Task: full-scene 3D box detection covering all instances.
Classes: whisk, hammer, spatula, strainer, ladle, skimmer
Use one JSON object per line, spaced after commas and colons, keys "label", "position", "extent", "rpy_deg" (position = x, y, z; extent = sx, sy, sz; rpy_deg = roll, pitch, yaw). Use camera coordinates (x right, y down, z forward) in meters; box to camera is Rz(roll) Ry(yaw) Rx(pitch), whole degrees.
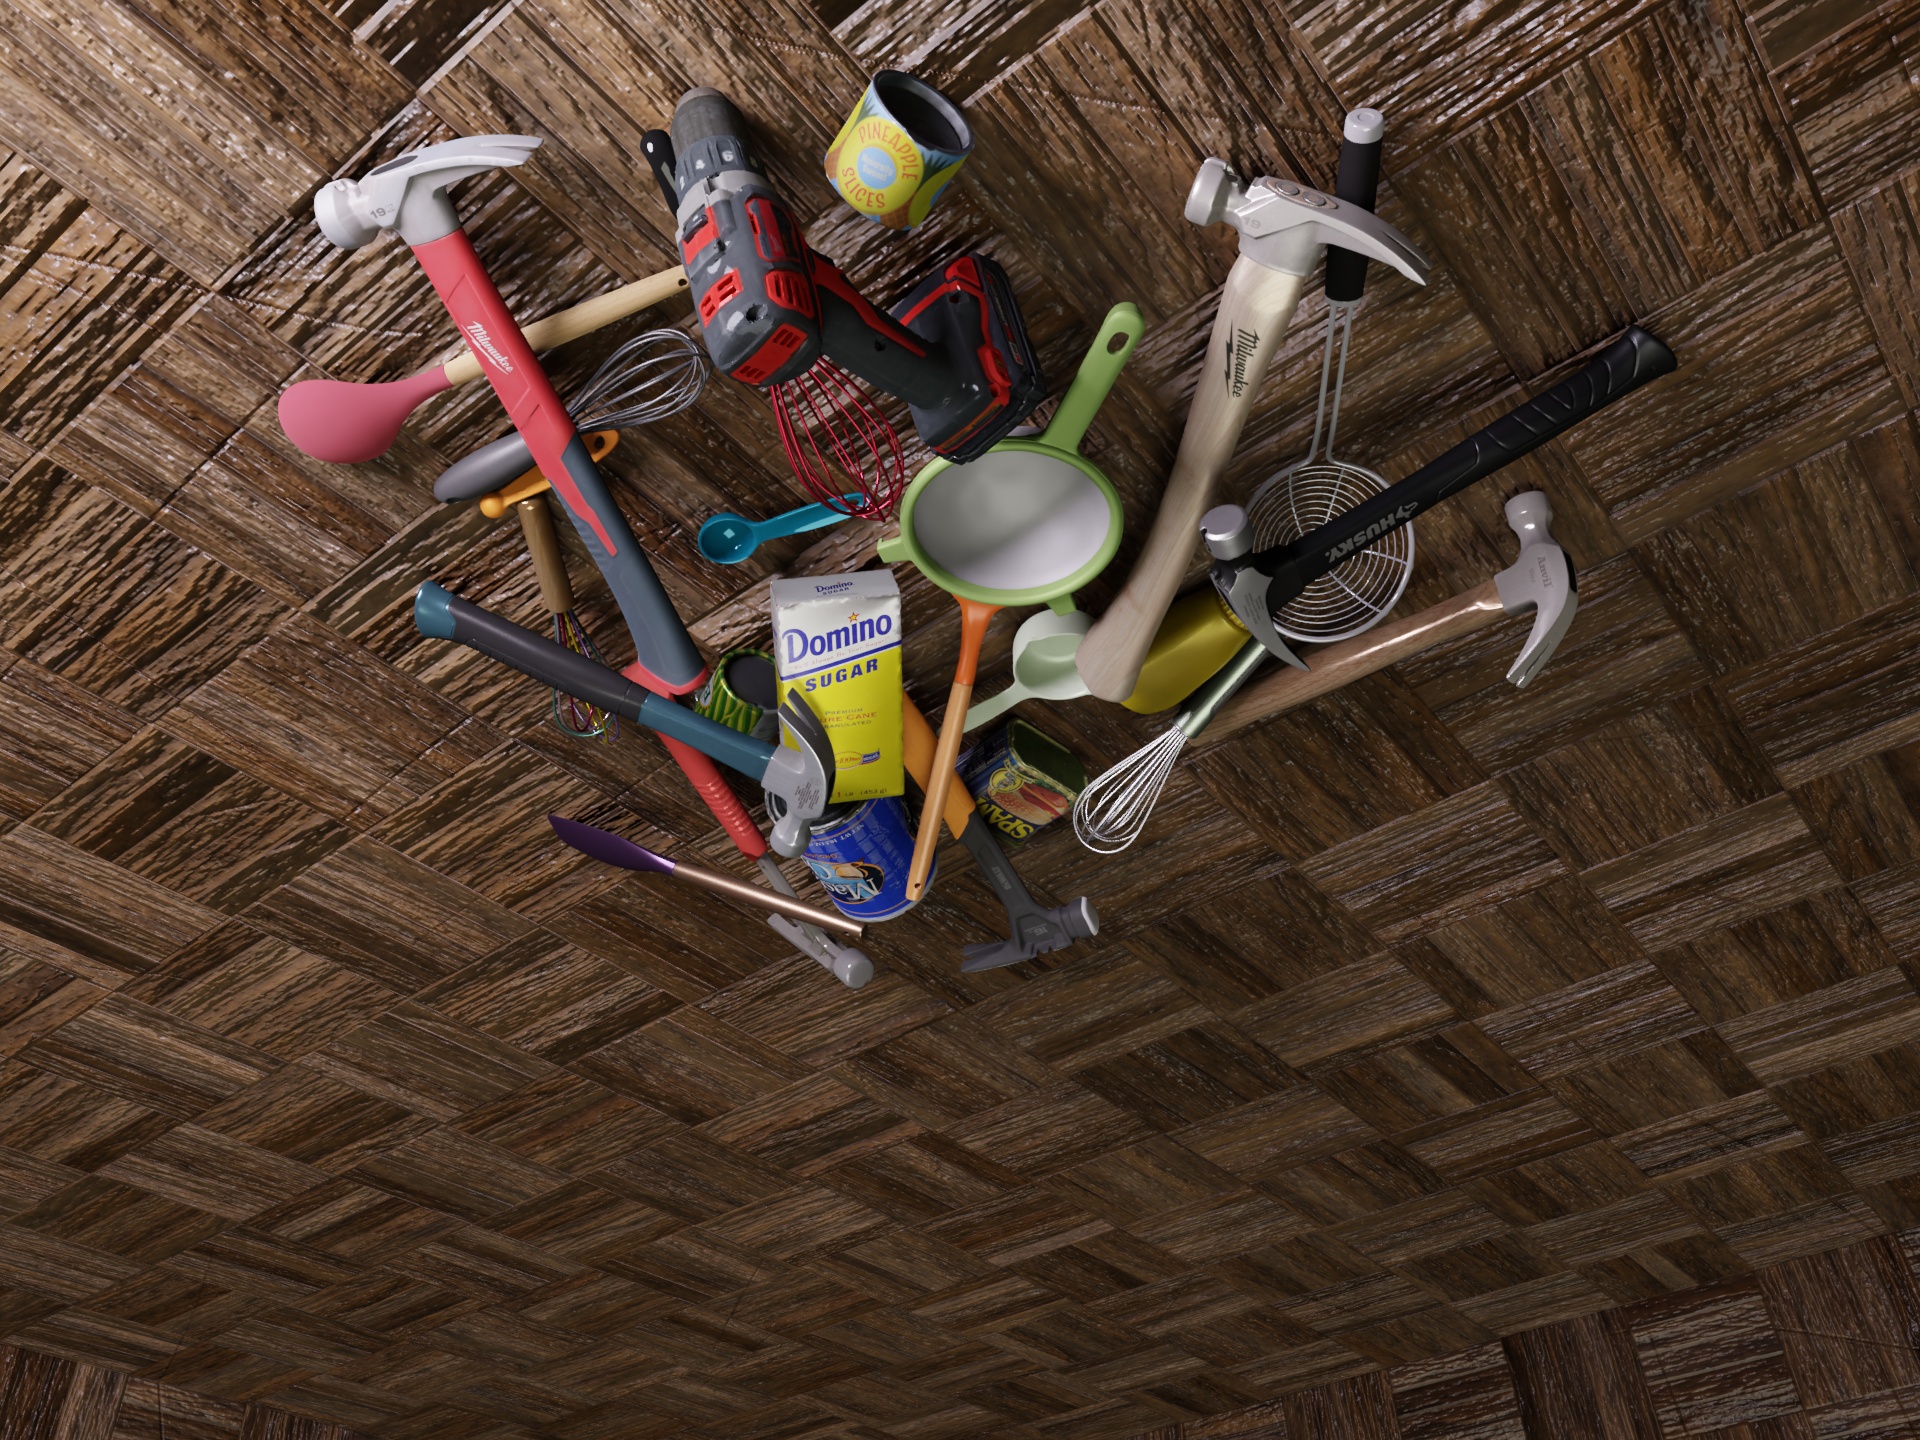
{"label": "whisk", "position": [-0.259, -0.192, 1.040], "extent": [0.239, 0.055, 0.055], "rpy_deg": [-21, 137, 26]}
{"label": "whisk", "position": [0.175, 0.013, 1.275], "extent": [0.246, 0.059, 0.057], "rpy_deg": [-51, 162, 21]}
{"label": "whisk", "position": [-0.296, -0.072, 1.187], "extent": [0.051, 0.047, 0.244], "rpy_deg": [-3, 135, 1]}
{"label": "hammer", "position": [-0.191, 0.086, 1.350], "extent": [0.037, 0.149, 0.358], "rpy_deg": [-42, 129, -17]}
{"label": "spatula", "position": [-0.002, -0.004, 1.216], "extent": [0.081, 0.041, 0.322], "rpy_deg": [9, 109, -14]}
{"label": "hammer", "position": [-0.013, 0.068, 1.295], "extent": [0.127, 0.034, 0.336], "rpy_deg": [-21, 118, 19]}
{"label": "strainer", "position": [0.055, -0.185, 1.051], "extent": [0.151, 0.069, 0.256], "rpy_deg": [16, 136, -16]}
{"label": "ladle", "position": [-0.301, -0.229, 1.011], "extent": [0.315, 0.031, 0.069], "rpy_deg": [-18, 137, 14]}
{"label": "spatula", "position": [-0.218, 0.135, 1.350], "extent": [0.316, 0.018, 0.059], "rpy_deg": [15, 145, 23]}
{"label": "whisk", "position": [-0.113, -0.235, 0.988], "extent": [0.073, 0.073, 0.295], "rpy_deg": [-18, 131, 17]}
{"label": "hammer", "position": [0.321, -0.157, 1.045], "extent": [0.335, 0.035, 0.146], "rpy_deg": [-31, 133, 0]}
{"label": "hammer", "position": [-0.244, -0.015, 1.163], "extent": [0.331, 0.033, 0.128], "rpy_deg": [25, 126, -2]}
{"label": "hammer", "position": [-0.239, -0.172, 0.999], "extent": [0.143, 0.038, 0.385], "rpy_deg": [-8, 129, 21]}
{"label": "hammer", "position": [0.309, -0.048, 1.214], "extent": [0.331, 0.130, 0.031], "rpy_deg": [-26, 151, 36]}
{"label": "hammer", "position": [0.165, -0.159, 1.056], "extent": [0.146, 0.038, 0.410], "rpy_deg": [23, 135, 6]}
{"label": "skimmer", "position": [0.246, -0.205, 1.024], "extent": [0.127, 0.090, 0.362], "rpy_deg": [-3, 140, 3]}

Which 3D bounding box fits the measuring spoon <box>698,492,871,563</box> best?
{"label": "measuring spoon", "position": [-0.125, -0.145, 1.132], "extent": [0.128, 0.021, 0.042], "rpy_deg": [-16, 138, 1]}

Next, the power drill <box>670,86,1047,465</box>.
{"label": "power drill", "position": [-0.067, -0.253, 0.911], "extent": [0.226, 0.188, 0.080], "rpy_deg": [12, 142, -45]}

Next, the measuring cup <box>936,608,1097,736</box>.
{"label": "measuring cup", "position": [0.044, -0.035, 1.254], "extent": [0.167, 0.038, 0.083], "rpy_deg": [-30, 133, 31]}

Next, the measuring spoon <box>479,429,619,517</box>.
{"label": "measuring spoon", "position": [-0.281, -0.169, 1.079], "extent": [0.117, 0.021, 0.011], "rpy_deg": [-25, 177, 17]}
